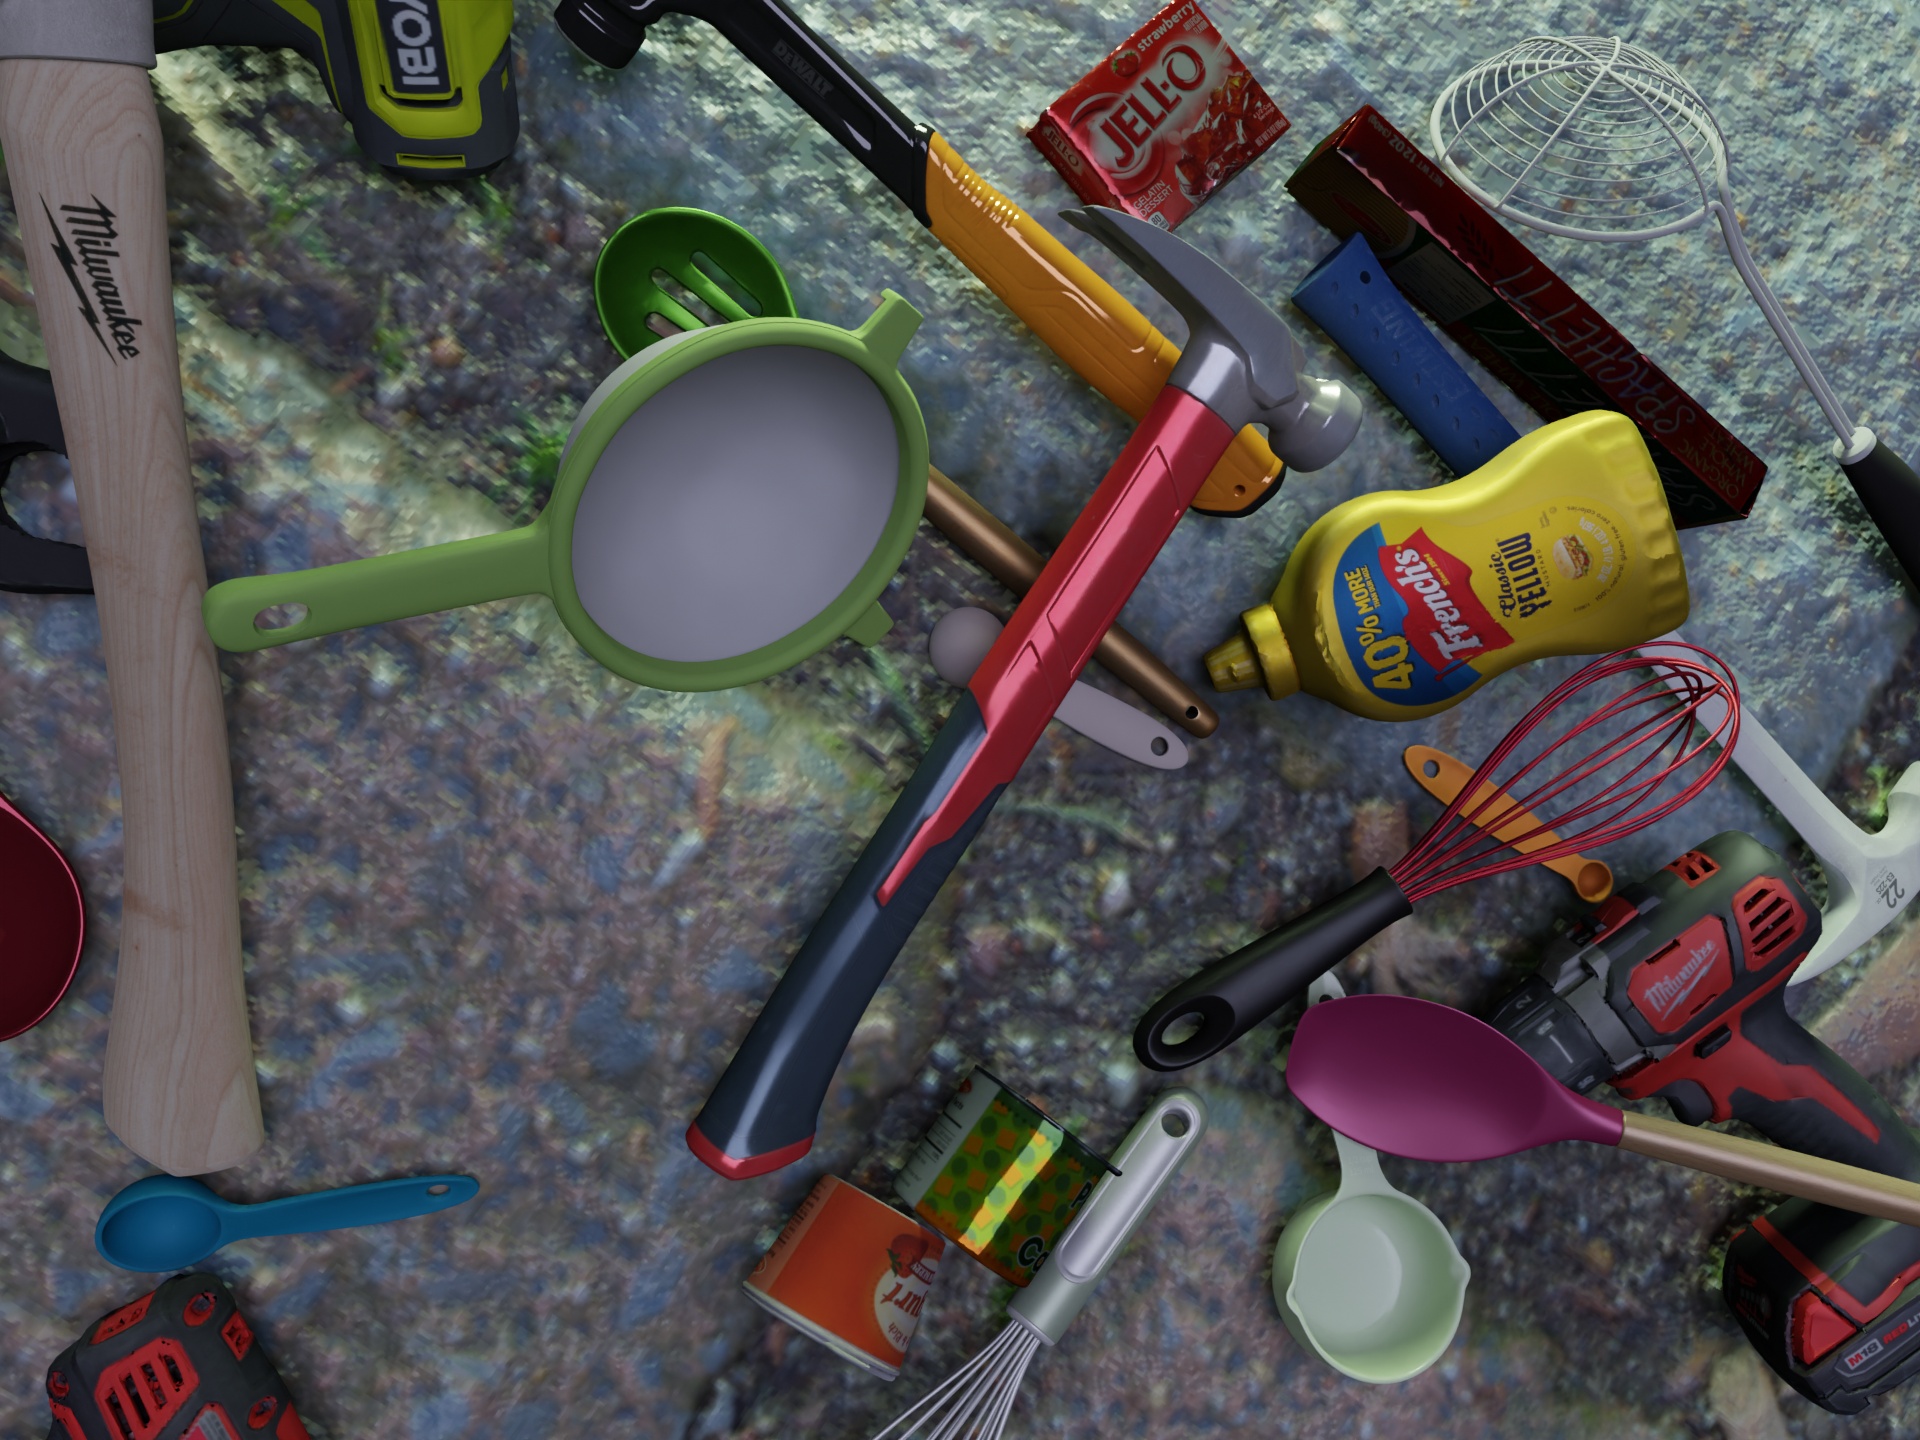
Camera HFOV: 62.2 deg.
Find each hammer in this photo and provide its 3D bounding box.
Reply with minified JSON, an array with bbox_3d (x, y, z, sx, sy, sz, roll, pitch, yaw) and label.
[{"bbox_3d":[-0.258,-0.045,0.526,0.146,0.038,0.410,-3,103,-12],"label":"hammer"},{"bbox_3d":[-0.001,-0.002,0.605,0.143,0.038,0.386,33,89,-24],"label":"hammer"},{"bbox_3d":[0.010,-0.201,0.619,0.336,0.127,0.034,39,37,-18],"label":"hammer"},{"bbox_3d":[0.294,-0.051,0.718,0.405,0.035,0.144,45,78,-8],"label":"hammer"}]

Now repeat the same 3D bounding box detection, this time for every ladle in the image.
[{"bbox_3d":[-0.359,-0.044,0.531,0.069,0.031,0.315,-12,101,-14],"label":"ladle"}]

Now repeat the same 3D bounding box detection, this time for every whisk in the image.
[{"bbox_3d":[0.198,0.060,0.662,0.296,0.073,0.073,-33,96,0],"label":"whisk"},{"bbox_3d":[0.022,0.246,0.631,0.058,0.059,0.246,36,74,12],"label":"whisk"}]

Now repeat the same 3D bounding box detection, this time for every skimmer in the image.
[{"bbox_3d":[0.358,-0.165,0.741,0.363,0.090,0.127,46,57,-19],"label":"skimmer"}]

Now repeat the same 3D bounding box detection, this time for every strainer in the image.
[{"bbox_3d":[-0.136,-0.076,0.565,0.256,0.069,0.151,-16,134,-26],"label":"strainer"}]

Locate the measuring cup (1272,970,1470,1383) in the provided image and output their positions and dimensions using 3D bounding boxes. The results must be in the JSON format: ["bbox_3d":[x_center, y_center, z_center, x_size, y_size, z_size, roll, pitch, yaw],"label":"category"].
[{"bbox_3d":[0.162,0.191,0.678,0.083,0.038,0.168,-4,77,-13],"label":"measuring cup"}]

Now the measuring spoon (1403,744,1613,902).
[{"bbox_3d":[0.245,0.046,0.716,0.117,0.011,0.021,34,79,-7],"label":"measuring spoon"}]

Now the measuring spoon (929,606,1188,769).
[{"bbox_3d":[0.044,-0.010,0.662,0.124,0.018,0.034,27,81,-12],"label":"measuring spoon"}]

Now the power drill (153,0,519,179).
[{"bbox_3d":[-0.265,-0.276,0.518,0.228,0.190,0.080,-2,51,-10],"label":"power drill"}]

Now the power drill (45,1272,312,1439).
[{"bbox_3d":[-0.321,0.301,0.528,0.219,0.078,0.143,-29,95,-17],"label":"power drill"}]

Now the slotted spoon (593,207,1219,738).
[{"bbox_3d":[-0.013,-0.091,0.647,0.313,0.031,0.070,38,97,-12],"label":"slotted spoon"}]

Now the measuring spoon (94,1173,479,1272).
[{"bbox_3d":[-0.244,0.174,0.582,0.128,0.021,0.042,-2,126,-23],"label":"measuring spoon"}]

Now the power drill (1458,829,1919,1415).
[{"bbox_3d":[0.322,0.183,0.686,0.188,0.080,0.226,-38,96,5],"label":"power drill"}]

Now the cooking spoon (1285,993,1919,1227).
[{"bbox_3d":[0.291,0.171,0.642,0.319,0.017,0.068,14,103,6],"label":"cooking spoon"}]
